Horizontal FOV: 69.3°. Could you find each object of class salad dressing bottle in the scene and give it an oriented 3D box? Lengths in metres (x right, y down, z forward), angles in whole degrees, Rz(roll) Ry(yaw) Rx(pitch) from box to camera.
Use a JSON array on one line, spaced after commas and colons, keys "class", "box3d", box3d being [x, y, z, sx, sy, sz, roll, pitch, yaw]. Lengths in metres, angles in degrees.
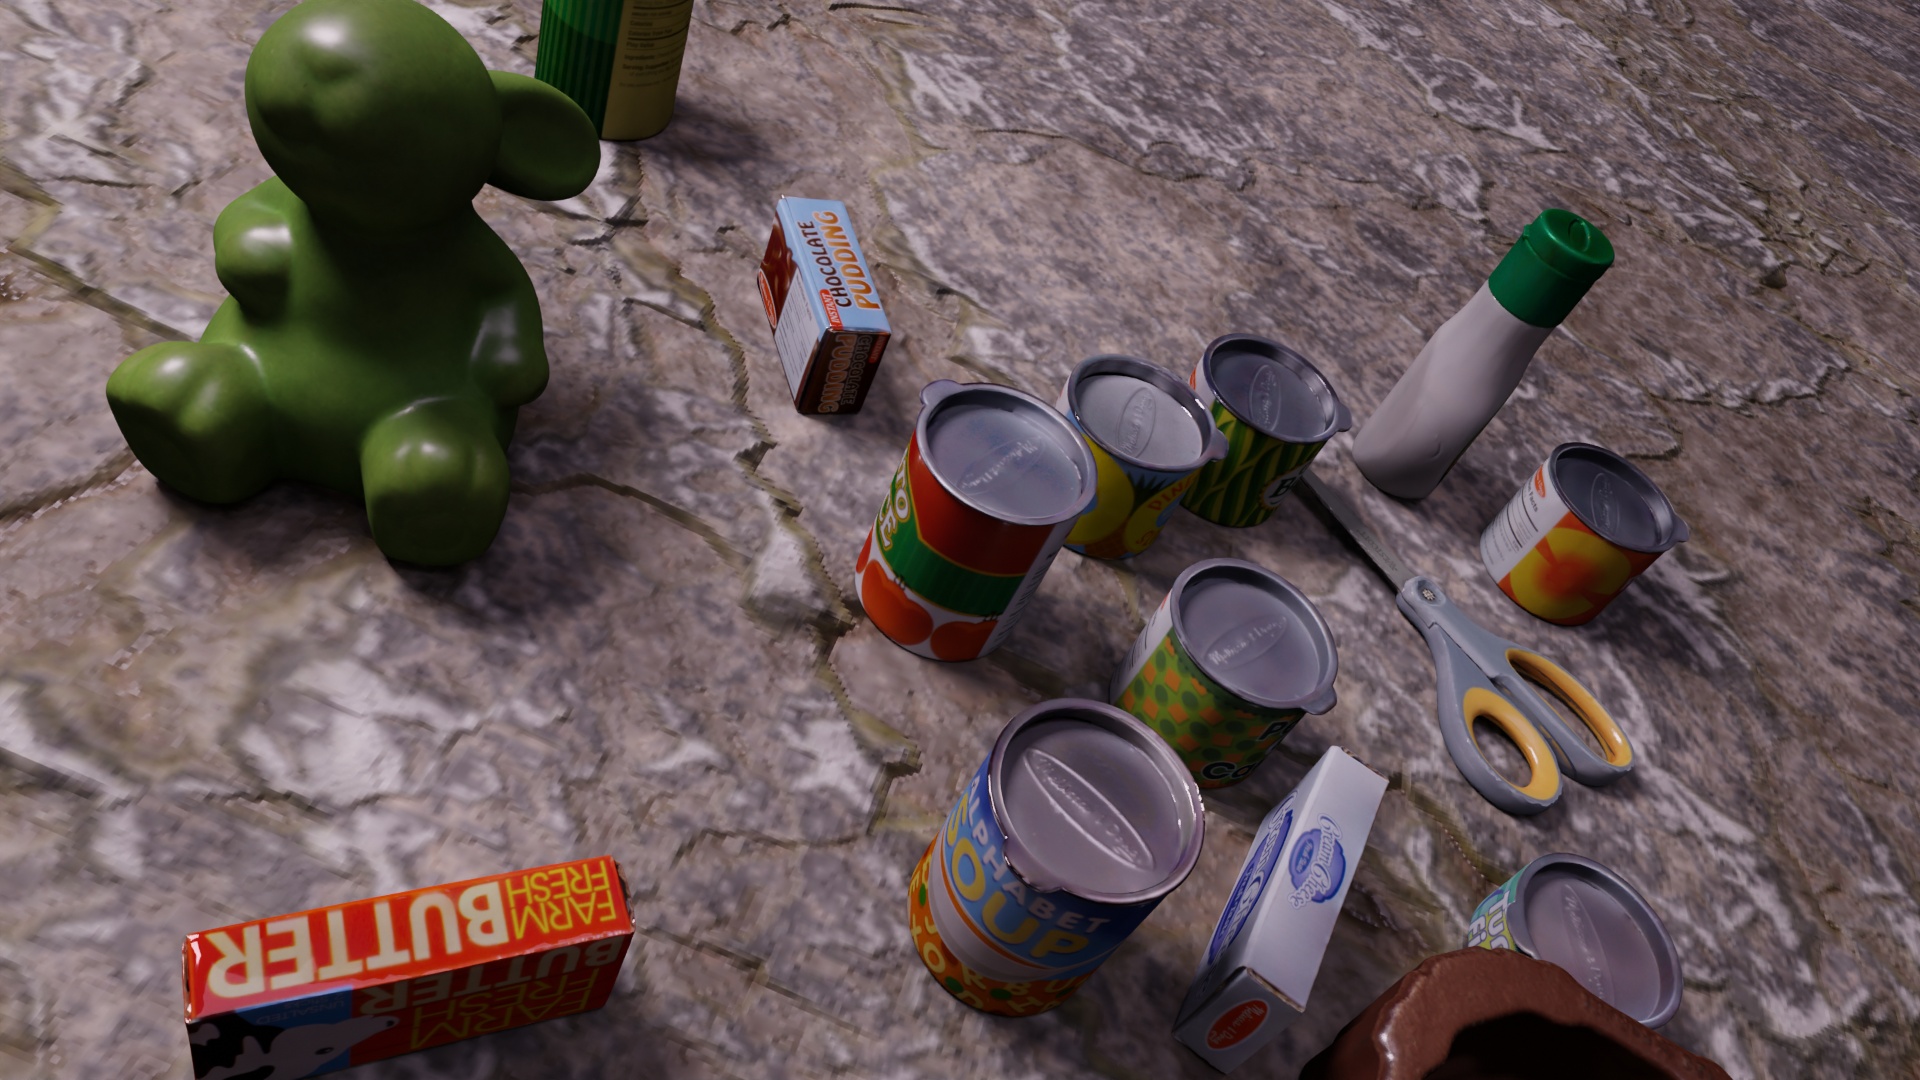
[{"class": "salad dressing bottle", "box3d": [0.235, -0.082, 0.633, 0.044, 0.146, 0.064, 29, 45, 2]}]

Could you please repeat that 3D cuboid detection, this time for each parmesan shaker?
[{"class": "parmesan shaker", "box3d": [-0.158, -0.243, 0.631, 0.071, 0.102, 0.072, 13, 47, -14]}]

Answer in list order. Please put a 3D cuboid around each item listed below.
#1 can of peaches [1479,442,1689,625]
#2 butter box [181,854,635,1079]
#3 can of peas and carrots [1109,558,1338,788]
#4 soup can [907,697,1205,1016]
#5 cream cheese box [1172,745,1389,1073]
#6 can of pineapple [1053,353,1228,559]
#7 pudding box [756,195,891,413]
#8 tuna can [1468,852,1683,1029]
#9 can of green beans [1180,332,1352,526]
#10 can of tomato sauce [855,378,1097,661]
[{"class": "can of peaches", "box3d": [0.289, -0.001, 0.648, 0.071, 0.057, 0.071, 13, 47, -14]}, {"class": "butter box", "box3d": [-0.140, 0.111, 0.357, 0.104, 0.052, 0.024, -5, 53, -28]}, {"class": "can of peas and carrots", "box3d": [0.098, 0.051, 0.514, 0.071, 0.058, 0.071, 13, 47, -14]}, {"class": "soup can", "box3d": [0.024, 0.099, 0.421, 0.071, 0.083, 0.072, 13, 47, -14]}, {"class": "cream cheese box", "box3d": [0.107, 0.120, 0.461, 0.024, 0.053, 0.104, 34, 45, 7]}, {"class": "can of pineapple", "box3d": [0.066, -0.033, 0.576, 0.071, 0.057, 0.071, 13, 47, -14]}, {"class": "pudding box", "box3d": [-0.059, -0.100, 0.585, 0.030, 0.049, 0.084, -2, 52, -26]}, {"class": "tuna can", "box3d": [0.218, 0.149, 0.499, 0.071, 0.032, 0.071, 13, 47, -14]}, {"class": "can of green beans", "box3d": [0.125, -0.048, 0.616, 0.071, 0.057, 0.071, 13, 47, -14]}, {"class": "can of tomato sauce", "box3d": [0.002, -0.006, 0.505, 0.071, 0.082, 0.071, 13, 47, -14]}]
